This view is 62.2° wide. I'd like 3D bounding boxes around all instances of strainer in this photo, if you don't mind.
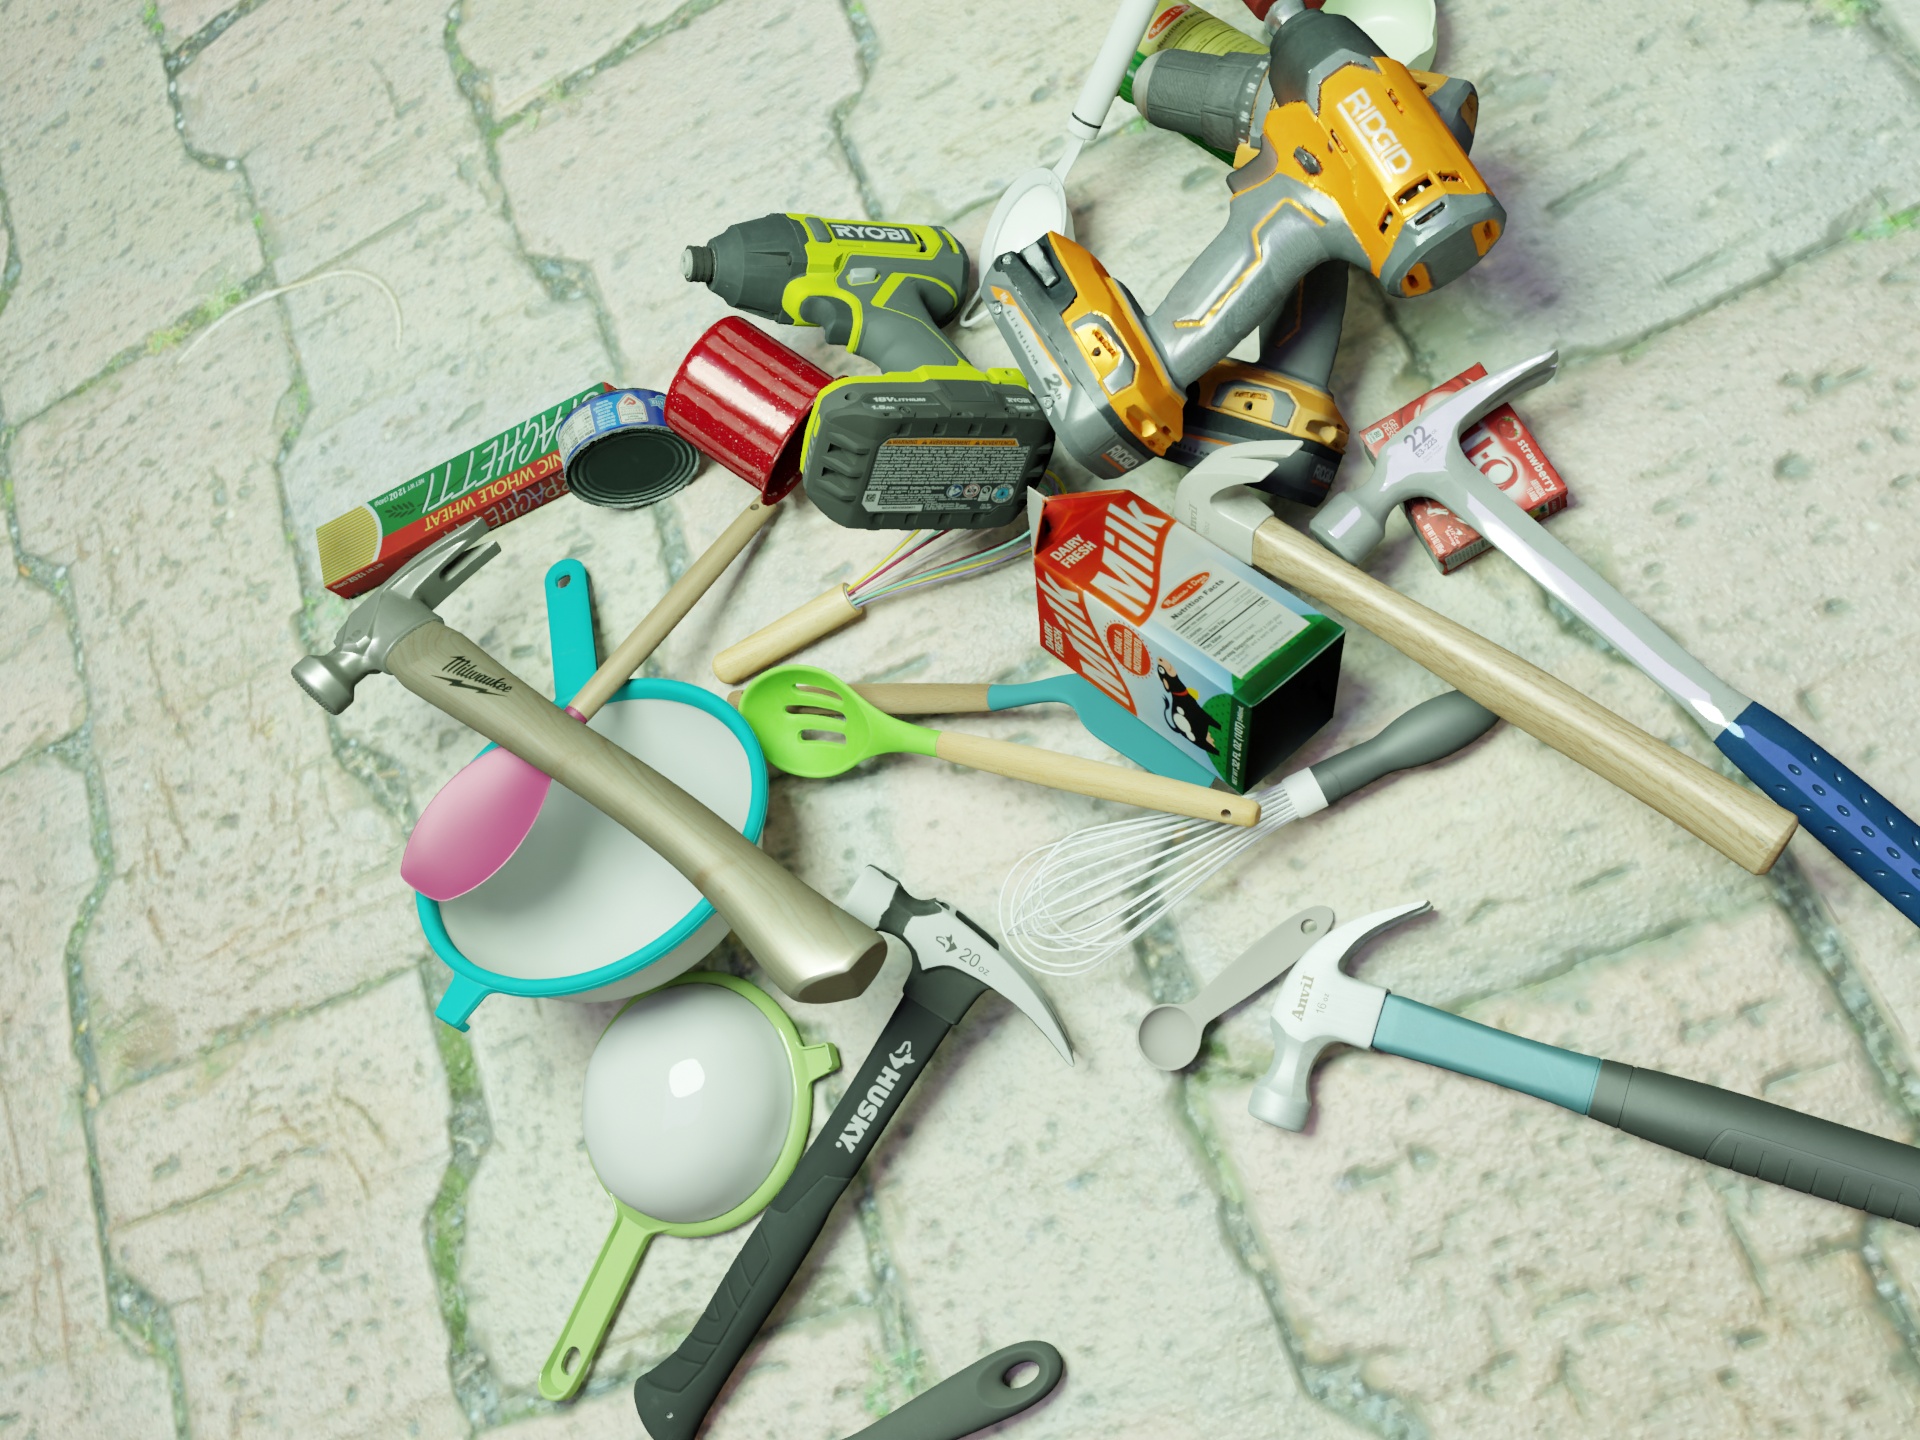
[{"bbox_3d":[0.070,-0.335,0.918,0.258,0.050,0.087,-62,38,36],"label":"strainer"},{"bbox_3d":[-0.212,0.039,0.963,0.211,0.095,0.341,-21,47,2],"label":"strainer"},{"bbox_3d":[-0.187,0.262,0.892,0.151,0.069,0.256,22,83,25],"label":"strainer"}]

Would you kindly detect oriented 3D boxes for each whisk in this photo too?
[{"bbox_3d":[-0.044,-0.080,0.946,0.245,0.047,0.051,-27,55,18],"label":"whisk"},{"bbox_3d":[0.149,0.053,0.824,0.284,0.070,0.070,-27,68,8],"label":"whisk"},{"bbox_3d":[-0.078,0.394,0.823,0.296,0.073,0.073,-29,67,5],"label":"whisk"}]

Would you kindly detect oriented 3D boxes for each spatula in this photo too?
[{"bbox_3d":[-0.001,-0.003,0.905,0.317,0.044,0.082,1,38,30],"label":"spatula"}]

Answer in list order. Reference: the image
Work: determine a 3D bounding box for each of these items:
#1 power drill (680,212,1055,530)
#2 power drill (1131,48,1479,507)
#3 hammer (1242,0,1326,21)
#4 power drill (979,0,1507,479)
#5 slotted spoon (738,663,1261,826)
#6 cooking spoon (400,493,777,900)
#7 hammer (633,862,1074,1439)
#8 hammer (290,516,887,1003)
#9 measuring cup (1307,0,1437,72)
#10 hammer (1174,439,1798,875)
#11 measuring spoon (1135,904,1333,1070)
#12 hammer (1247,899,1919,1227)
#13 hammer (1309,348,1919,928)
[{"bbox_3d":[-0.053,-0.207,0.897,0.223,0.171,0.080,64,147,37],"label":"power drill"},{"bbox_3d":[0.153,-0.248,0.858,0.185,0.084,0.226,23,102,25],"label":"power drill"},{"bbox_3d":[0.100,-0.528,0.989,0.149,0.036,0.359,-48,57,5],"label":"hammer"},{"bbox_3d":[0.127,-0.241,0.787,0.226,0.084,0.164,-32,73,18],"label":"power drill"},{"bbox_3d":[0.013,0.020,0.859,0.314,0.031,0.070,12,116,29],"label":"slotted spoon"},{"bbox_3d":[-0.208,-0.022,0.935,0.069,0.017,0.319,25,64,26],"label":"cooking spoon"},{"bbox_3d":[-0.073,0.252,0.851,0.146,0.035,0.335,32,96,-1],"label":"hammer"},{"bbox_3d":[-0.194,0.020,0.870,0.411,0.038,0.146,31,67,28],"label":"hammer"},{"bbox_3d":[0.260,-0.427,0.918,0.083,0.038,0.167,31,87,26],"label":"measuring cup"},{"bbox_3d":[0.236,-0.033,0.760,0.331,0.129,0.031,36,69,27],"label":"hammer"},{"bbox_3d":[0.144,0.138,0.826,0.124,0.018,0.034,-38,65,1],"label":"measuring spoon"},{"bbox_3d":[0.308,0.176,0.736,0.331,0.033,0.128,15,83,25],"label":"hammer"},{"bbox_3d":[0.358,-0.011,0.745,0.144,0.035,0.406,-45,69,7],"label":"hammer"}]
